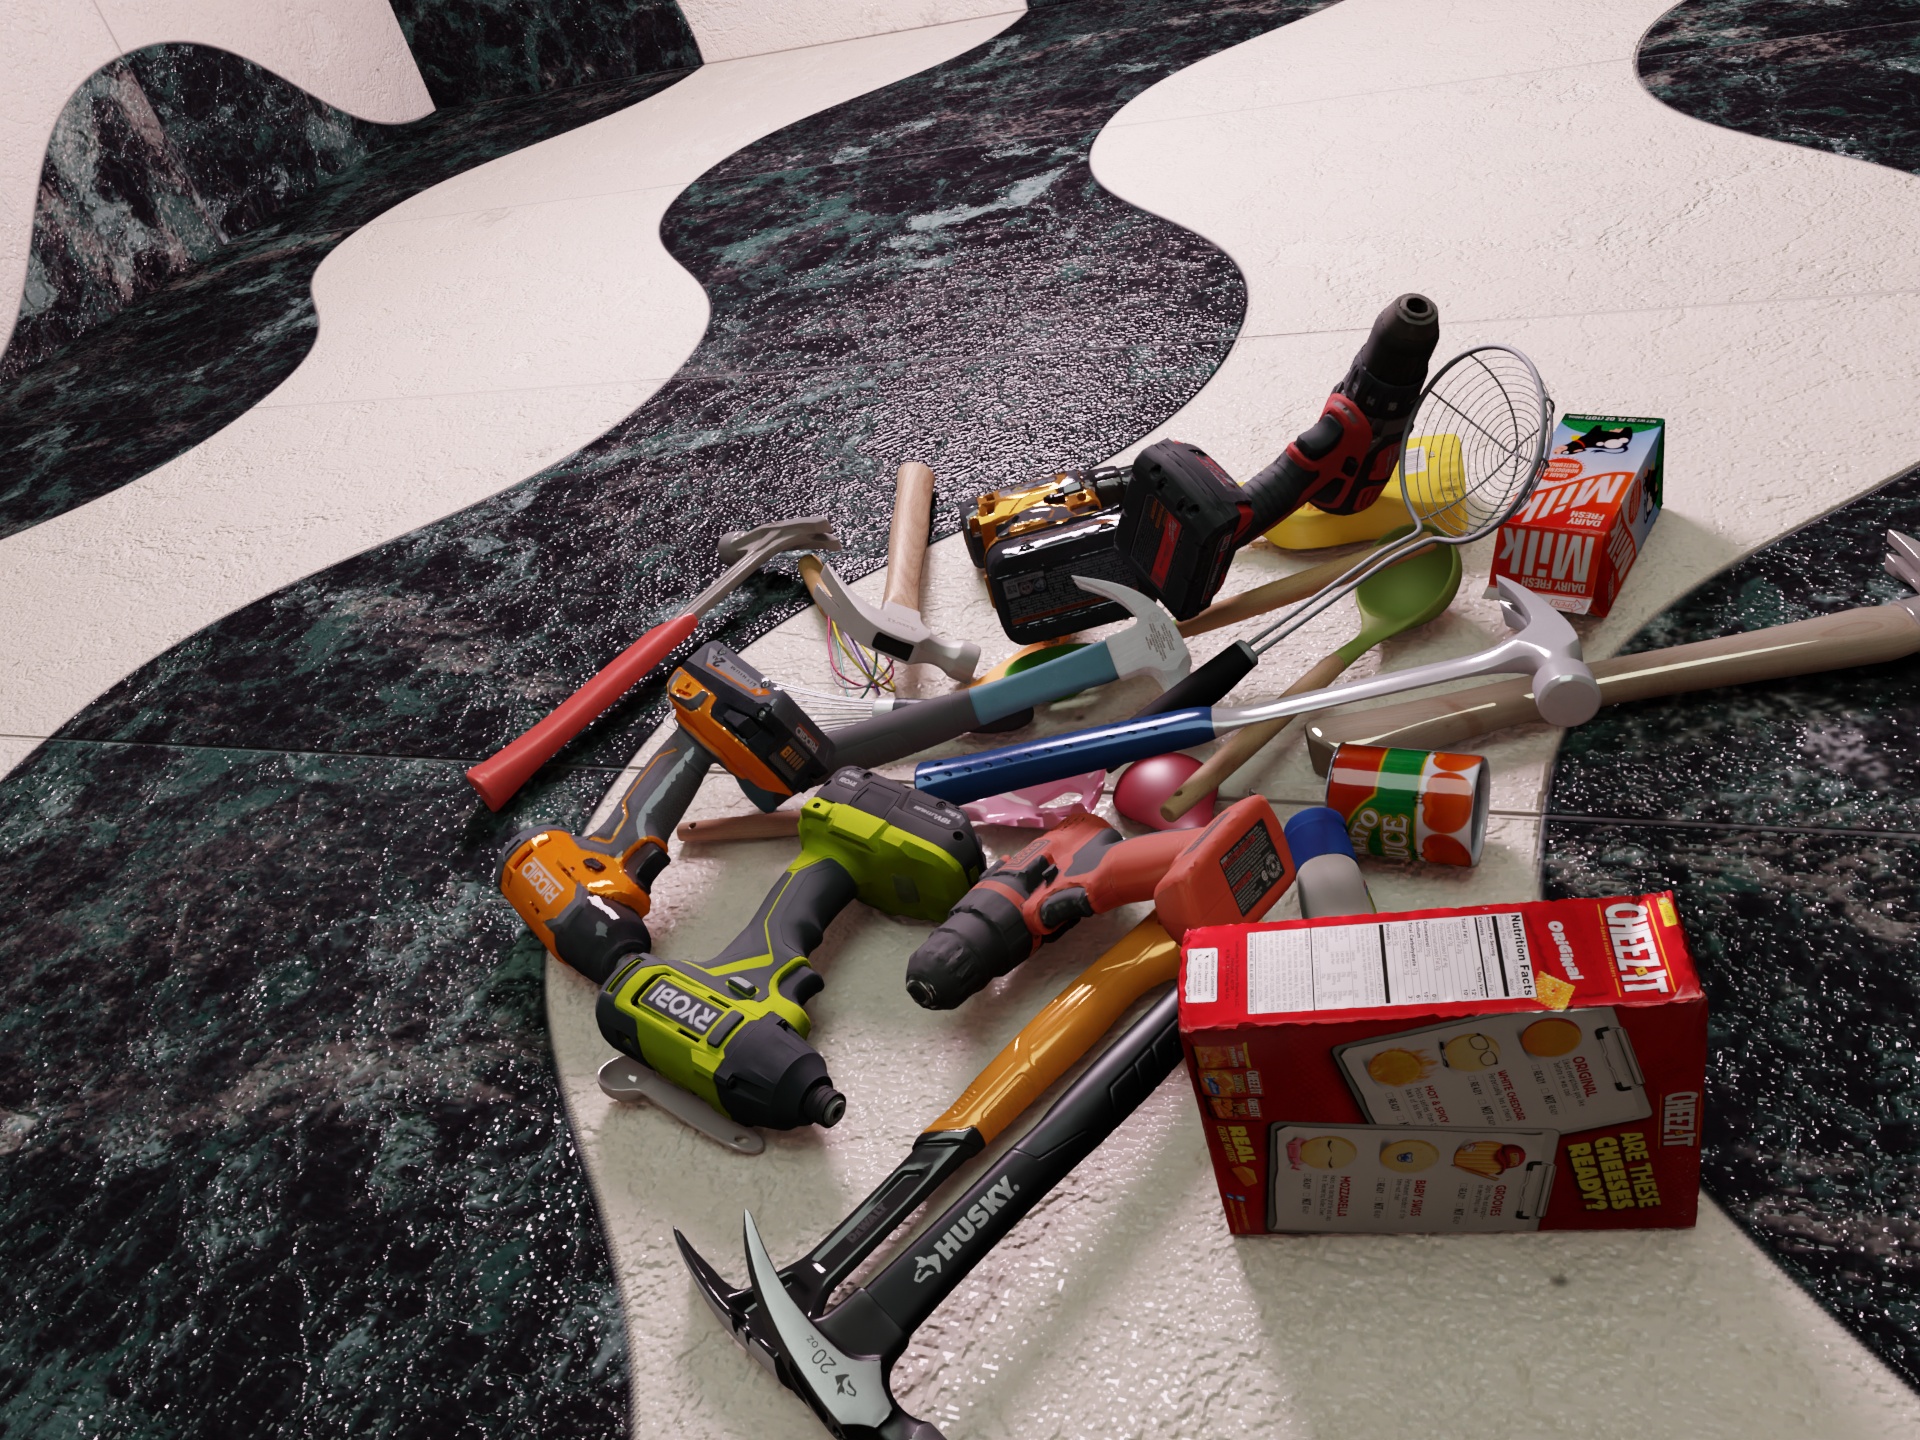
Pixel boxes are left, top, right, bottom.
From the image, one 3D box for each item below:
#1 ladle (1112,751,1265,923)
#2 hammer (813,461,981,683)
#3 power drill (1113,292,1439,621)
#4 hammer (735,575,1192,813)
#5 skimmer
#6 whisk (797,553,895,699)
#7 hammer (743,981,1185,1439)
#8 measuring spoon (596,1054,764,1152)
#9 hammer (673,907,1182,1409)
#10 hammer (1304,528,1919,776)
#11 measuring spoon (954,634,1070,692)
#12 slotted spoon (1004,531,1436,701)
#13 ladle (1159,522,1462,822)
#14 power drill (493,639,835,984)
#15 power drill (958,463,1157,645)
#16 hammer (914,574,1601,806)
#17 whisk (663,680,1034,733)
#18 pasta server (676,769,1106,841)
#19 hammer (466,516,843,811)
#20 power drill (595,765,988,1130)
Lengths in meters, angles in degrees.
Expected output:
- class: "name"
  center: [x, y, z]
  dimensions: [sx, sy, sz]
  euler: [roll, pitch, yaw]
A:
- class: "ladle"
  center: [0.161, 0.108, 0.938]
  dimensions: [0.069, 0.031, 0.316]
  euler: [-20, 37, -3]
- class: "hammer"
  center: [-0.047, -0.140, 1.315]
  dimensions: [0.130, 0.031, 0.332]
  euler: [20, 29, -11]
- class: "power drill"
  center: [0.223, -0.181, 1.075]
  dimensions: [0.226, 0.187, 0.080]
  euler: [-30, 66, -21]
- class: "hammer"
  center: [-0.002, -0.004, 1.110]
  dimensions: [0.331, 0.033, 0.128]
  euler: [-19, 79, 8]
- class: "skimmer"
  center: [0.223, -0.099, 1.026]
  dimensions: [0.363, 0.090, 0.127]
  euler: [-36, 38, 3]
- class: "whisk"
  center: [-0.097, -0.079, 1.287]
  dimensions: [0.047, 0.051, 0.245]
  euler: [6, 25, -22]
- class: "hammer"
  center: [0.041, 0.213, 0.801]
  dimensions: [0.146, 0.035, 0.335]
  euler: [41, 58, 20]
- class: "measuring spoon"
  center: [-0.162, 0.228, 0.924]
  dimensions: [0.124, 0.018, 0.034]
  euler: [19, 31, 31]
- class: "hammer"
  center: [0.005, 0.209, 0.860]
  dimensions: [0.337, 0.034, 0.127]
  euler: [-38, 42, -26]
- class: "hammer"
  center: [0.423, -0.032, 1.006]
  dimensions: [0.410, 0.038, 0.146]
  euler: [-12, 35, 8]
- class: "measuring spoon"
  center: [0.039, -0.037, 1.197]
  dimensions: [0.117, 0.011, 0.021]
  euler: [-32, 36, -25]
- class: "slotted spoon"
  center: [0.178, -0.071, 1.116]
  dimensions: [0.314, 0.031, 0.070]
  euler: [-19, 27, 19]
- class: "ladle"
  center: [0.231, -0.035, 1.052]
  dimensions: [0.320, 0.062, 0.078]
  euler: [-37, 28, -31]
- class: "power drill"
  center: [-0.192, 0.069, 1.056]
  dimensions: [0.226, 0.084, 0.164]
  euler: [-47, 44, -8]
- class: "power drill"
  center: [0.097, -0.145, 1.238]
  dimensions: [0.185, 0.084, 0.226]
  euler: [-15, 22, 2]
- class: "hammer"
  center: [0.167, -0.003, 0.977]
  dimensions: [0.405, 0.035, 0.144]
  euler: [-13, 27, 16]
- class: "whisk"
  center: [-0.085, -0.005, 1.169]
  dimensions: [0.284, 0.070, 0.070]
  euler: [0, 39, 16]
- class: "pasta server"
  center: [-0.052, 0.060, 1.079]
  dimensions: [0.316, 0.040, 0.060]
  euler: [-6, 46, 18]
- class: "hammer"
  center: [-0.253, -0.054, 1.296]
  dimensions: [0.149, 0.036, 0.359]
  euler: [1, 39, 48]
- class: "power drill"
  center: [-0.085, 0.139, 0.955]
  dimensions: [0.171, 0.080, 0.223]
  euler: [19, 51, 33]
